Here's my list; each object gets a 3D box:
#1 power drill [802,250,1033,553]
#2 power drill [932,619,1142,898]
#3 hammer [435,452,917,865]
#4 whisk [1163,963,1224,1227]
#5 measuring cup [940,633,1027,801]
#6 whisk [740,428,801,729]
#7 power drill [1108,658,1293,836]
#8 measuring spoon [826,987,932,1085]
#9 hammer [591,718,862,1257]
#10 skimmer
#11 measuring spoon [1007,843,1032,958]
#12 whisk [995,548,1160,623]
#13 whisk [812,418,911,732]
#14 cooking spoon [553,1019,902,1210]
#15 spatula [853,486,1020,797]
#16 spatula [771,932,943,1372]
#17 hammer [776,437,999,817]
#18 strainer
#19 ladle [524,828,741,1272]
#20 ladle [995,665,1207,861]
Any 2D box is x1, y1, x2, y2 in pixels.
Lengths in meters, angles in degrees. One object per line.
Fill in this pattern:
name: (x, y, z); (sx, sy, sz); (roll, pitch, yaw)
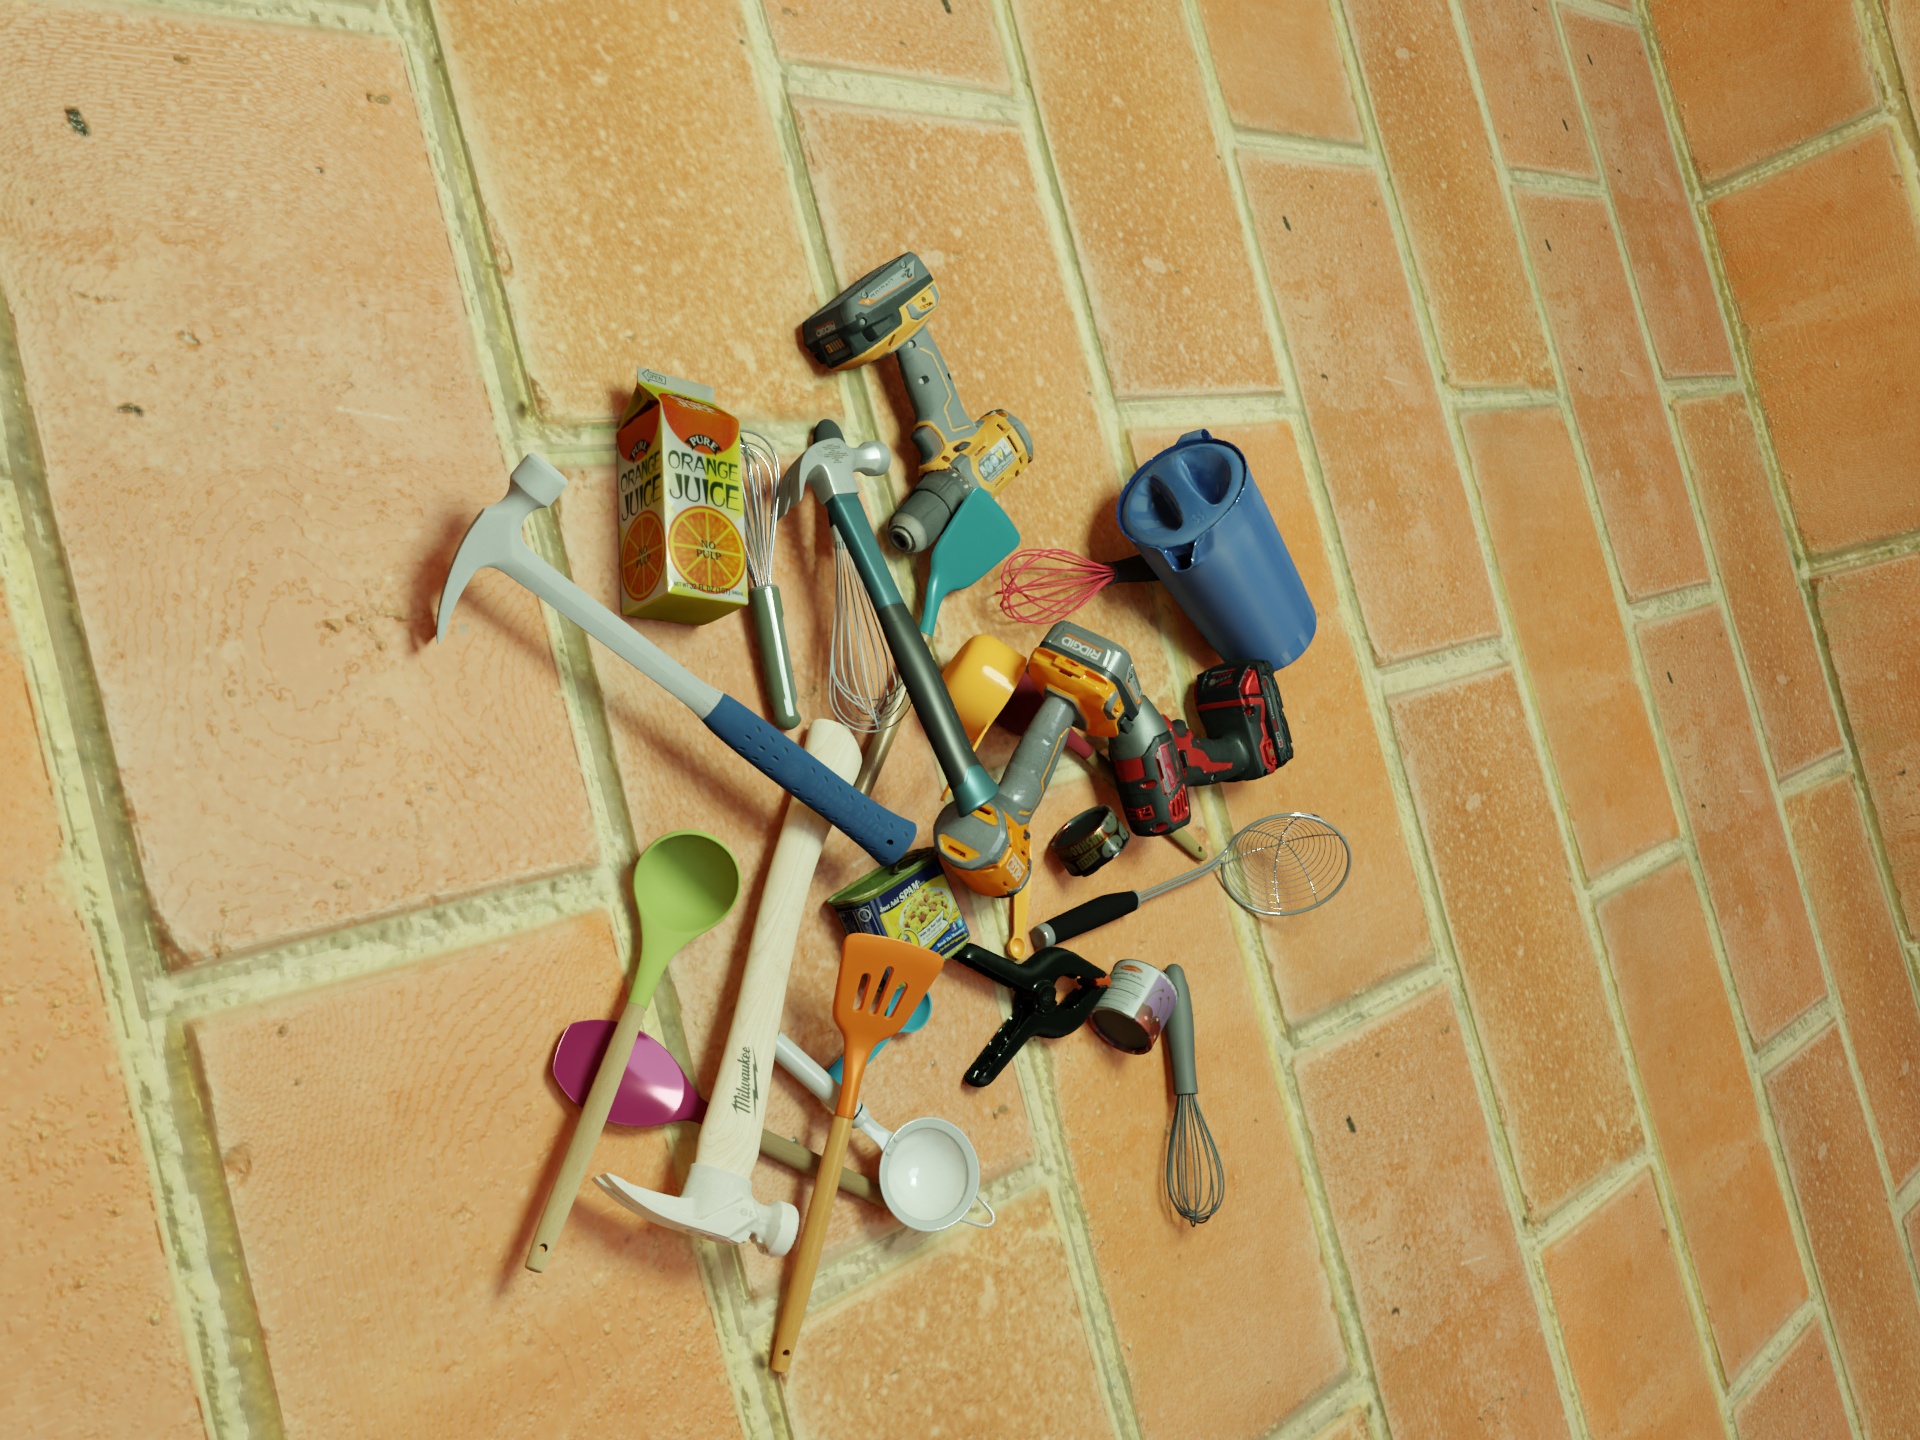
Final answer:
power drill: (-0.045, -0.272, 1.401); (0.185, 0.084, 0.226); (-48, 115, -36)
power drill: (0.066, 0.046, 1.348); (0.226, 0.084, 0.164); (-59, 158, -12)
hammer: (-0.195, -0.013, 1.167); (0.405, 0.035, 0.144); (39, 90, -24)
whisk: (0.208, 0.344, 1.473); (0.055, 0.055, 0.239); (11, 67, -39)
measuring cup: (-0.002, -0.004, 1.346); (0.052, 0.095, 0.174); (35, 47, -7)
whisk: (-0.159, -0.113, 1.279); (0.059, 0.058, 0.246); (-10, 89, -8)
power drill: (0.223, 0.015, 1.530); (0.219, 0.078, 0.143); (-21, 98, -45)
measuring spoon: (-0.074, 0.257, 1.274); (0.128, 0.021, 0.042); (-40, 106, -31)
hammer: (-0.151, 0.176, 1.192); (0.146, 0.038, 0.411); (25, 57, -22)
skimmer: (0.224, 0.170, 1.502); (0.363, 0.090, 0.127); (-15, 132, -39)
measuring spoon: (0.051, 0.155, 1.413); (0.021, 0.011, 0.117); (25, 60, -38)
whisk: (0.130, -0.139, 1.532); (0.295, 0.073, 0.073); (-15, 88, -49)
whisk: (-0.093, -0.124, 1.326); (0.070, 0.070, 0.285); (4, 67, -40)
cooking spoon: (-0.164, 0.304, 1.177); (0.318, 0.017, 0.069); (34, 53, -29)
spatula: (-0.032, -0.051, 1.358); (0.082, 0.044, 0.318); (46, 57, -45)
spatula: (-0.091, 0.320, 1.182); (0.081, 0.041, 0.323); (17, 79, -18)
hammer: (-0.049, -0.078, 1.272); (0.128, 0.033, 0.331); (-12, 74, -47)
strainer: (-0.075, 0.310, 1.231); (0.258, 0.050, 0.087); (45, 59, -14)
ladle: (-0.232, 0.220, 1.101); (0.078, 0.062, 0.320); (24, 59, -11)
ladle: (0.136, 0.047, 1.504); (0.315, 0.031, 0.069); (40, 59, -28)
